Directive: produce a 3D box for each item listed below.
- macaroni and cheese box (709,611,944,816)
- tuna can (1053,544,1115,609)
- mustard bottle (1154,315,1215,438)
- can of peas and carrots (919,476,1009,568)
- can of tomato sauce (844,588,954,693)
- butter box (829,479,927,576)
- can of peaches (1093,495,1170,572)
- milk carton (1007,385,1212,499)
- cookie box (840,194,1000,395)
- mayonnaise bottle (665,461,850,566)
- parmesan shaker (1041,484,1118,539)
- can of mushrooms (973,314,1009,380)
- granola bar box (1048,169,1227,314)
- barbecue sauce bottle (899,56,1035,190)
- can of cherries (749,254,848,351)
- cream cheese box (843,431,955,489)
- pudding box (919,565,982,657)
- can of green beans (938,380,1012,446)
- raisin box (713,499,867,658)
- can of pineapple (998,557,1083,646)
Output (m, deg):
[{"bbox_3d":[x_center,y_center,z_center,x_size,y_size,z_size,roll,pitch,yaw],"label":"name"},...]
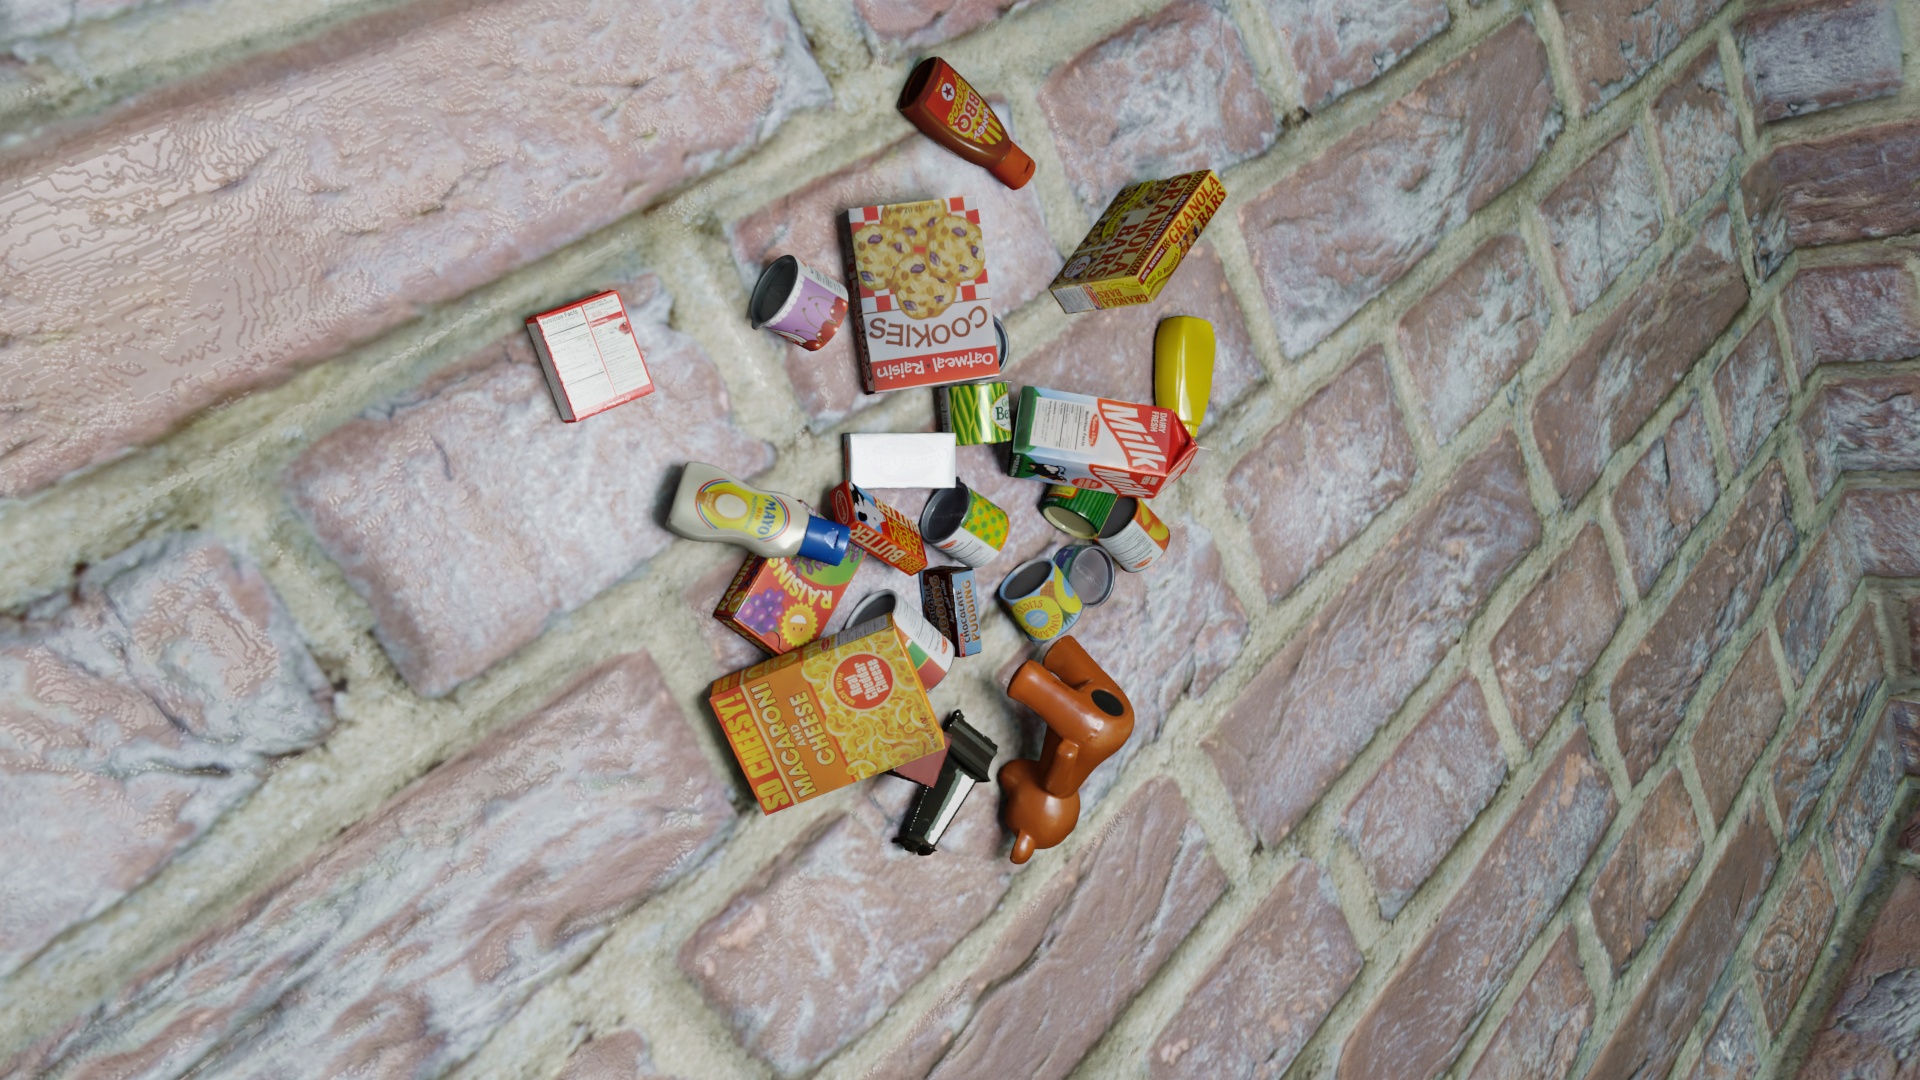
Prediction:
[{"bbox_3d":[-0.113,0.150,1.192,0.166,0.040,0.123,-21,107,1],"label":"macaroni and cheese box"},{"bbox_3d":[0.125,0.039,1.443,0.071,0.033,0.071,-1,92,-39],"label":"tuna can"},{"bbox_3d":[0.242,-0.164,1.523,0.065,0.049,0.160,7,87,-38],"label":"mustard bottle"},{"bbox_3d":[0.005,-0.017,1.324,0.058,0.071,0.071,33,71,-36],"label":"can of peas and carrots"},{"bbox_3d":[-0.058,0.096,1.277,0.083,0.071,0.071,45,65,-30],"label":"can of tomato sauce"},{"bbox_3d":[-0.073,-0.010,1.262,0.103,0.024,0.053,33,30,-43],"label":"butter box"},{"bbox_3d":[0.177,-0.010,1.465,0.058,0.071,0.071,43,66,-31],"label":"can of peaches"},{"bbox_3d":[0.146,-0.092,1.363,0.191,0.072,0.073,9,73,0],"label":"milk carton"},{"bbox_3d":[-0.037,-0.225,1.278,0.123,0.040,0.167,-10,98,-16],"label":"cookie box"},{"bbox_3d":[-0.167,-0.016,1.165,0.148,0.041,0.065,17,73,-13],"label":"mayonnaise bottle"},{"bbox_3d":[0.134,-0.061,1.423,0.071,0.071,0.103,40,67,-32],"label":"parmesan shaker"},{"bbox_3d":[0.012,-0.190,1.347,0.071,0.033,0.071,-2,92,-38],"label":"can of mushrooms"},{"bbox_3d":[0.182,-0.306,1.423,0.039,0.124,0.166,50,62,-30],"label":"granola bar box"},{"bbox_3d":[0.011,-0.394,1.335,0.148,0.043,0.065,33,70,-35],"label":"barbecue sauce bottle"},{"bbox_3d":[-0.141,-0.203,1.204,0.058,0.071,0.071,26,75,-38],"label":"can of cherries"},{"bbox_3d":[-0.056,-0.074,1.283,0.104,0.024,0.053,-2,94,-21],"label":"cream cheese box"},{"bbox_3d":[-0.009,0.067,1.324,0.030,0.049,0.083,-11,99,-40],"label":"pudding box"},{"bbox_3d":[0.015,-0.122,1.329,0.071,0.071,0.057,-10,98,-38],"label":"can of green beans"},{"bbox_3d":[-0.148,0.038,1.219,0.086,0.040,0.124,42,67,-33],"label":"raisin box"},{"bbox_3d":[0.080,0.060,1.384,0.071,0.071,0.057,-49,118,-27],"label":"can of pineapple"}]
